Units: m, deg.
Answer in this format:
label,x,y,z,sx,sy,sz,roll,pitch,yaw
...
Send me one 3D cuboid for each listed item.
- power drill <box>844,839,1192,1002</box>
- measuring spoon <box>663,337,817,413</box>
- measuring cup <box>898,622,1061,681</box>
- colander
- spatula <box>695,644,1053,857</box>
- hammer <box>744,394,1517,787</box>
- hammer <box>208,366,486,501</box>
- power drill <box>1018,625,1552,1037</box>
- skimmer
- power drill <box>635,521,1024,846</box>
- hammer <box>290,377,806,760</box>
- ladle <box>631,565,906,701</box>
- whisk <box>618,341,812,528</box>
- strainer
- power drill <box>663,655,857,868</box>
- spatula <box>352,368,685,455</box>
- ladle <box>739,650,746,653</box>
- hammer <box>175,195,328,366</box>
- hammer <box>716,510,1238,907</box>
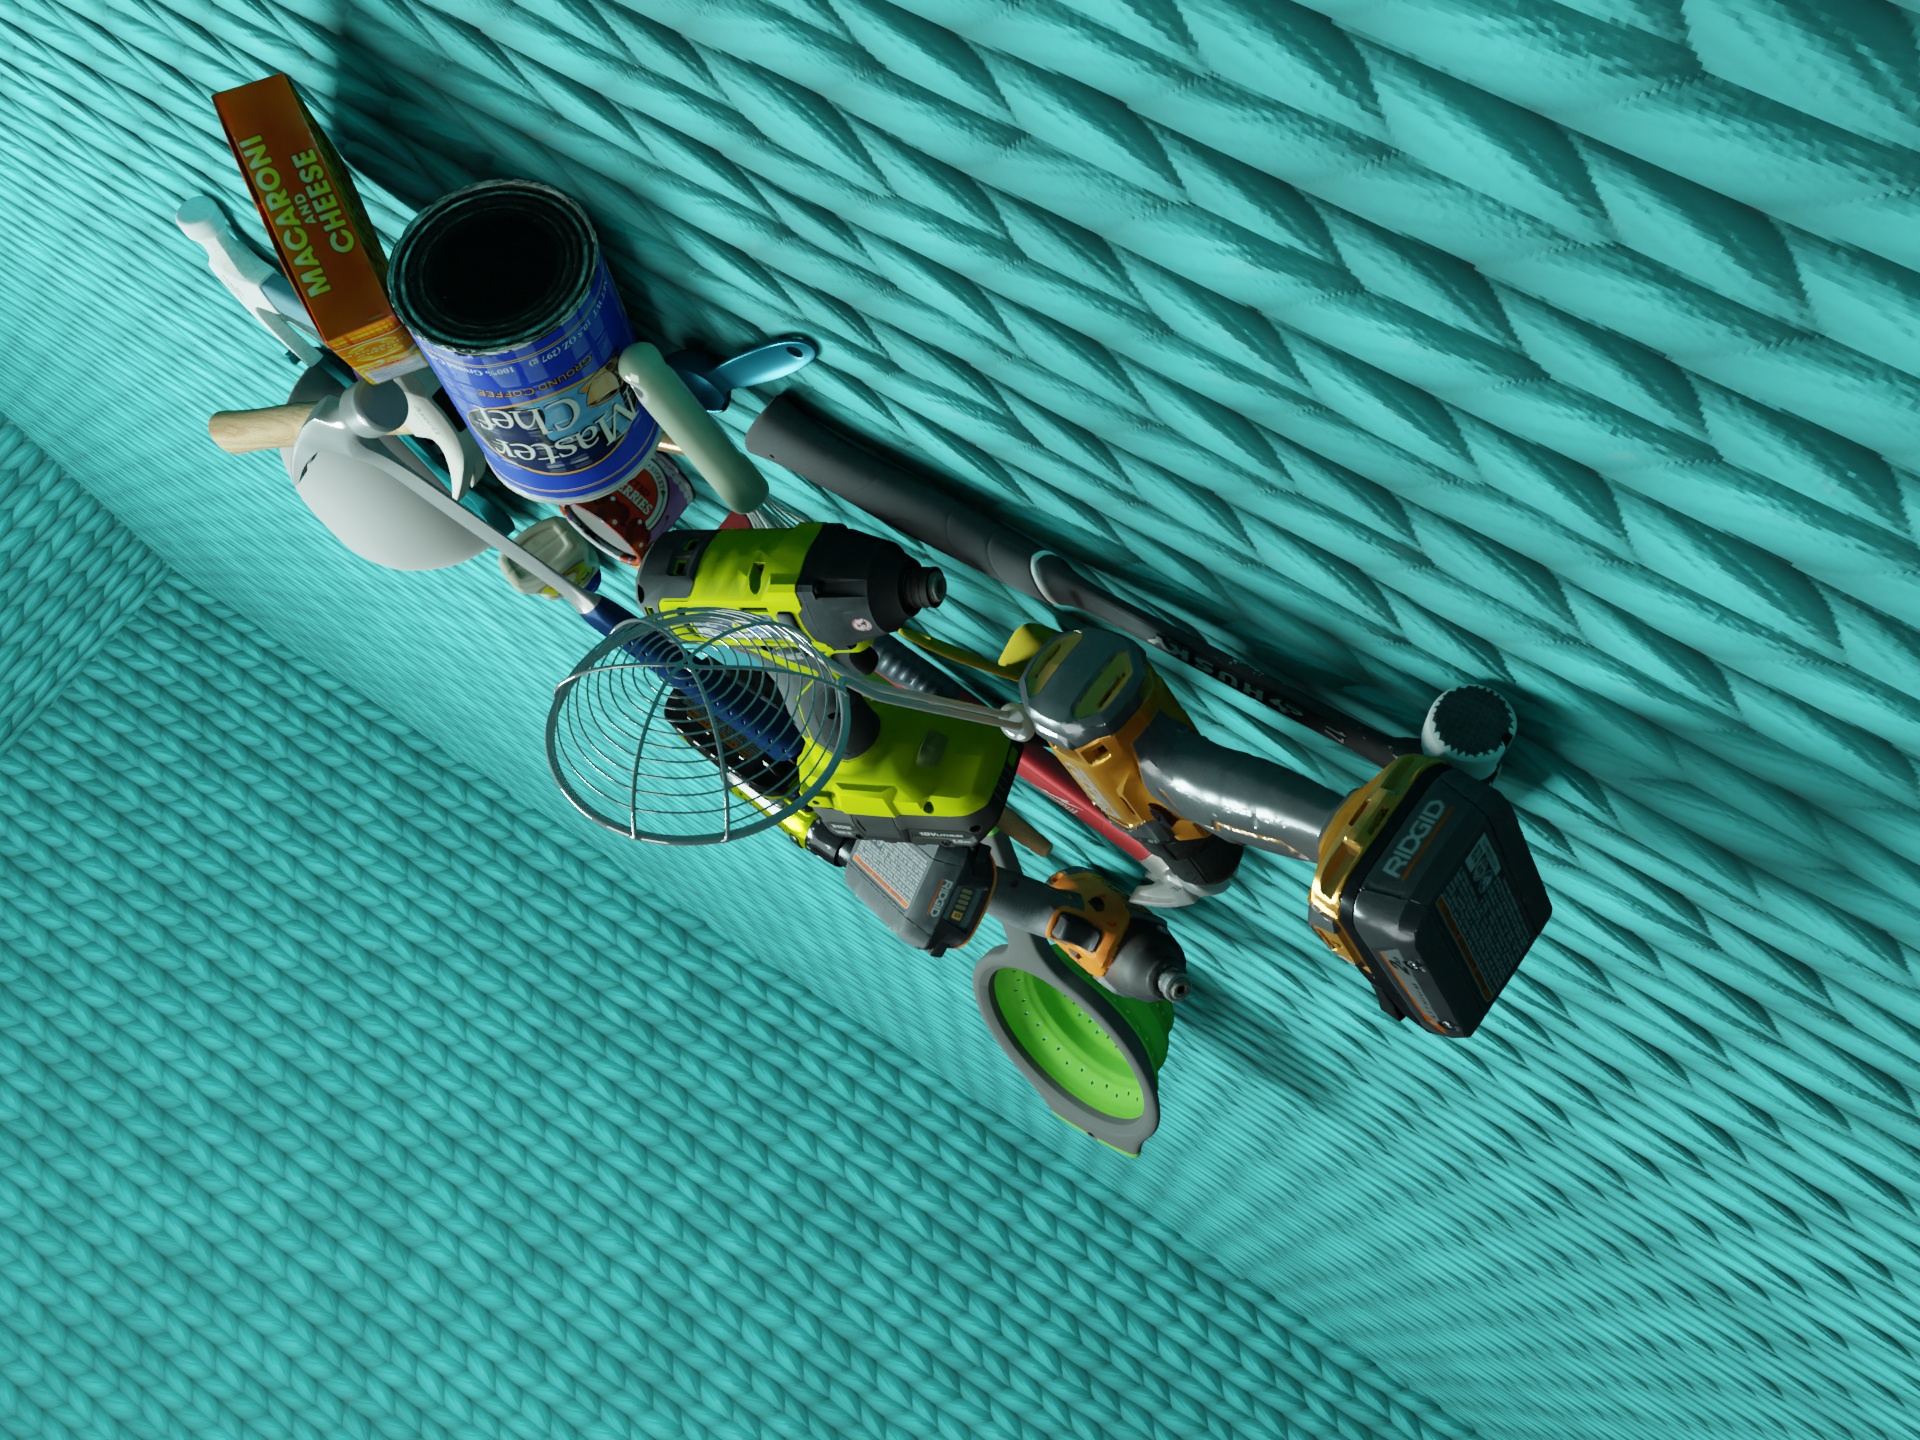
label,x,y,z,sx,sy,sz,roll,pitch,yaw
power drill,0.050,0.134,1.102,0.226,0.084,0.164,21,-174,-30
measuring spoon,-0.108,-0.181,0.796,0.042,0.021,0.129,35,157,-35
measuring cup,0.023,-0.038,0.801,0.062,0.029,0.156,33,-169,35
colander,0.091,0.188,1.318,0.205,0.094,0.396,18,138,45
spatula,-0.064,0.013,1.143,0.318,0.044,0.082,35,177,23
hammer,0.062,-0.058,0.766,0.409,0.036,0.149,30,163,19
hammer,-0.436,-0.206,1.102,0.331,0.031,0.129,5,140,43
power drill,0.145,0.055,0.722,0.226,0.084,0.185,28,165,42
skimmer,-0.027,0.014,0.776,0.363,0.090,0.127,11,-146,-50
power drill,-0.056,-0.021,0.883,0.171,0.080,0.223,3,146,28
hammer,-0.263,-0.085,1.077,0.144,0.035,0.405,-7,145,46
ladle,-0.158,-0.079,1.135,0.320,0.062,0.078,35,169,24
whisk,-0.110,-0.118,0.872,0.058,0.059,0.246,36,170,41
strainer,-0.433,-0.166,1.215,0.341,0.095,0.210,31,162,50
power drill,-0.148,0.050,1.363,0.191,0.080,0.228,35,166,24
spatula,-0.277,-0.197,0.999,0.316,0.018,0.059,17,139,29
ladle,-0.222,-0.124,1.105,0.316,0.069,0.031,34,138,24
hammer,-0.394,-0.255,1.097,0.331,0.033,0.128,29,161,20
hammer,-0.002,-0.003,1.028,0.386,0.038,0.143,36,165,-4
